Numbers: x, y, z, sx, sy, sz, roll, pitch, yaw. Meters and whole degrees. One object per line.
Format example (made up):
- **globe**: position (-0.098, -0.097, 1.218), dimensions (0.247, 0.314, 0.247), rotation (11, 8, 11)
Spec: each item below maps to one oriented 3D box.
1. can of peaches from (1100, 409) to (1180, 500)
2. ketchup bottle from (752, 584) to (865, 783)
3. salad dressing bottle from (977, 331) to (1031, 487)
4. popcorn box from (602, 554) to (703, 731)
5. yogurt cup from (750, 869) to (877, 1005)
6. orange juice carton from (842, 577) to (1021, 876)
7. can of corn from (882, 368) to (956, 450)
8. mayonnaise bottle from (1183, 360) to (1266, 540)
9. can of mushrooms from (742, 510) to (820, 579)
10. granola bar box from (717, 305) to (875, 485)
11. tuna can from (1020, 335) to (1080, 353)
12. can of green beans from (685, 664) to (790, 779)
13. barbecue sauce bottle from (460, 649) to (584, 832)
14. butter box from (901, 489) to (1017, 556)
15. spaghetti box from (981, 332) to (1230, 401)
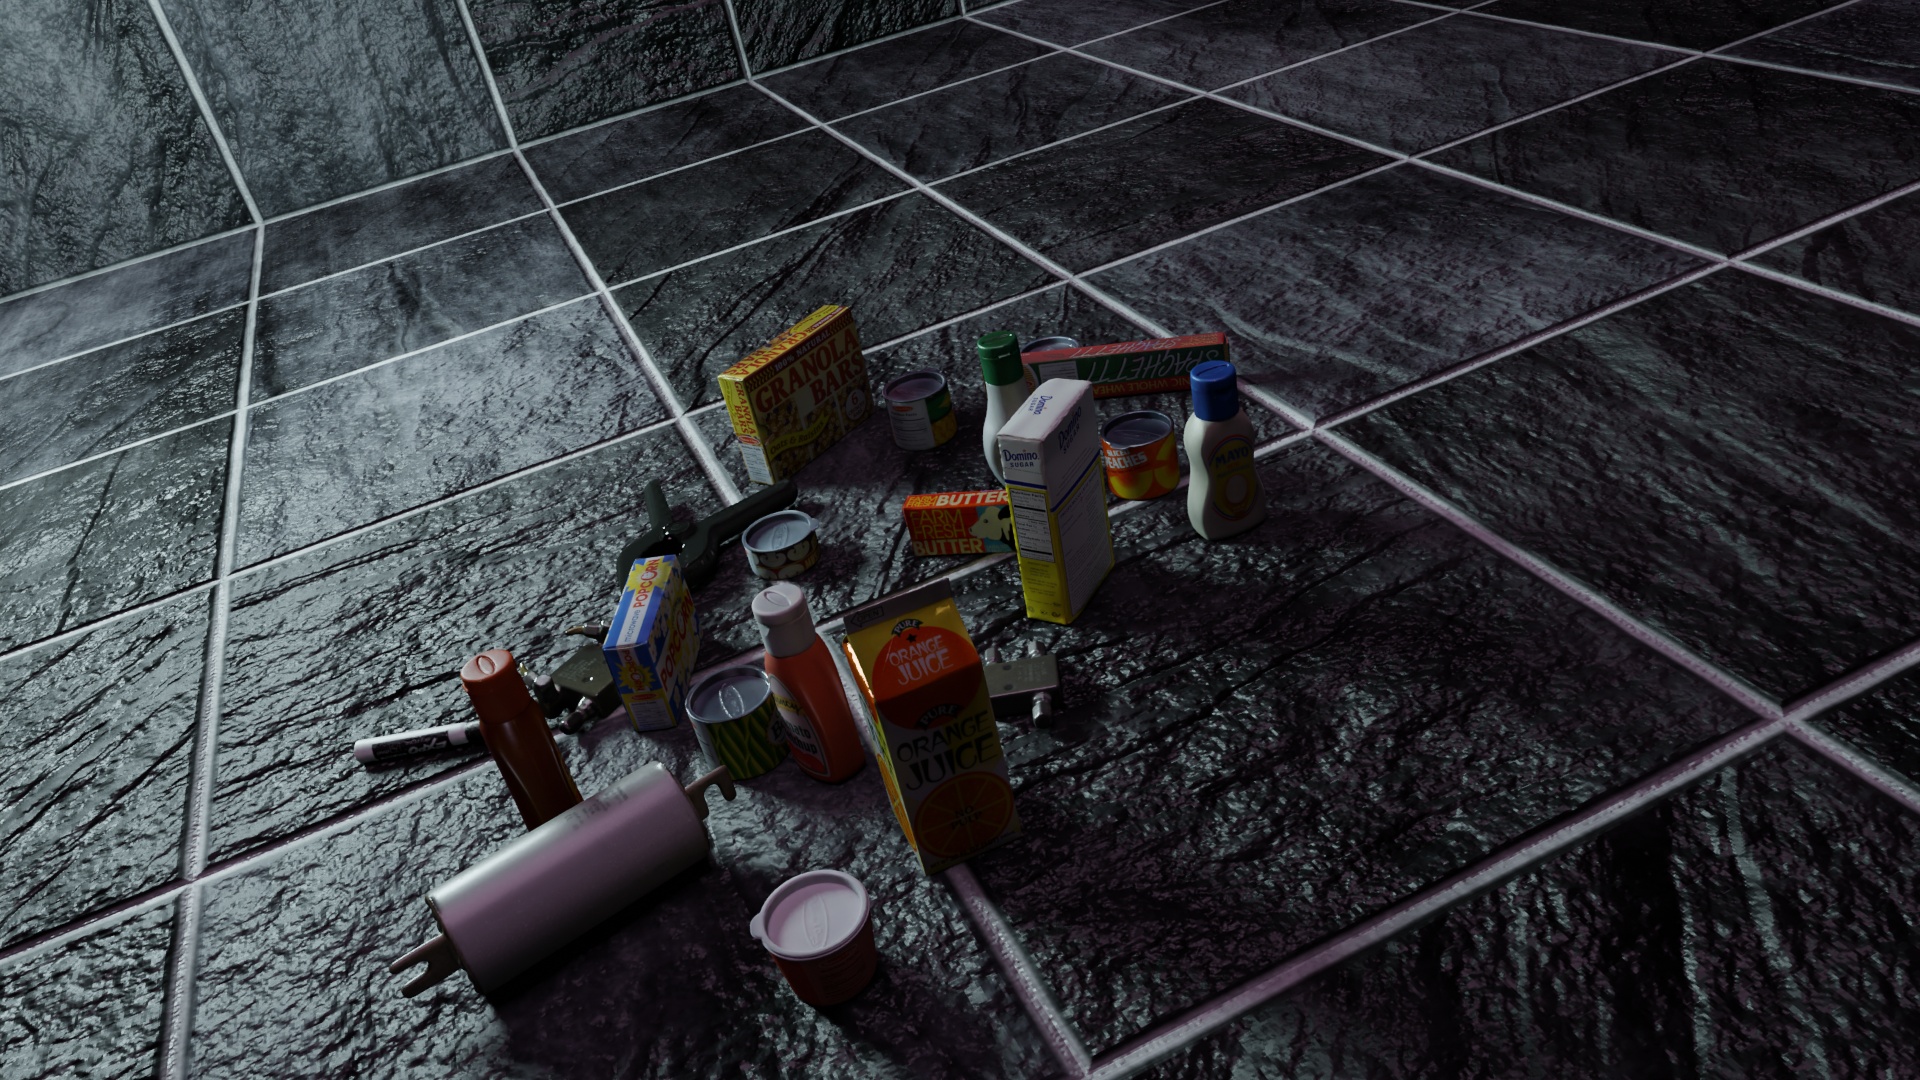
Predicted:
- **can of peaches**: position (0.161, -0.076, 1.247), dimensions (0.071, 0.057, 0.071), rotation (-9, 32, 6)
- **ketchup bottle**: position (-0.110, 0.100, 0.981), dimensions (0.044, 0.148, 0.065), rotation (-34, 37, -30)
- **salad dressing bottle**: position (0.047, -0.118, 1.270), dimensions (0.064, 0.147, 0.044), rotation (-18, 32, -8)
- **popcorn box**: position (-0.246, 0.081, 1.120), dimensions (0.038, 0.084, 0.127), rotation (-9, 32, 6)
- **yogurt cup**: position (-0.083, 0.242, 0.838), dimensions (0.072, 0.053, 0.073), rotation (-9, 32, 6)
- **orange juice carton**: position (-0.021, 0.113, 0.888), dimensions (0.072, 0.191, 0.073), rotation (-20, 32, -12)
- **can of corn**: position (-0.039, -0.133, 1.409), dimensions (0.071, 0.058, 0.071), rotation (-9, 32, 6)
- **mayonnaise bottle**: position (0.214, -0.074, 1.141), dimensions (0.065, 0.147, 0.041), rotation (-20, 32, -11)
- **can of mushrooms**: position (-0.159, 0.004, 1.259), dimensions (0.071, 0.033, 0.071), rotation (-9, 32, 6)
- **granola bar box**: position (-0.162, -0.149, 1.416), dimensions (0.039, 0.123, 0.166), rotation (13, 40, 35)
- **tuna can**: position (0.094, -0.187, 1.471), dimensions (0.071, 0.032, 0.071), rotation (-9, 32, 6)
- **can of green beans**: position (-0.164, 0.135, 1.031), dimensions (0.071, 0.057, 0.071), rotation (-9, 32, 6)
- **barbecue sauce bottle**: position (-0.309, 0.146, 0.981), dimensions (0.044, 0.147, 0.065), rotation (-28, 35, -23)
- **butter box**: position (0.004, -0.015, 1.212), dimensions (0.103, 0.053, 0.024), rotation (-3, 33, 16)
- **spaghetti box**: position (0.148, -0.172, 1.411), dimensions (0.250, 0.050, 0.029), rotation (-4, 33, 13)
